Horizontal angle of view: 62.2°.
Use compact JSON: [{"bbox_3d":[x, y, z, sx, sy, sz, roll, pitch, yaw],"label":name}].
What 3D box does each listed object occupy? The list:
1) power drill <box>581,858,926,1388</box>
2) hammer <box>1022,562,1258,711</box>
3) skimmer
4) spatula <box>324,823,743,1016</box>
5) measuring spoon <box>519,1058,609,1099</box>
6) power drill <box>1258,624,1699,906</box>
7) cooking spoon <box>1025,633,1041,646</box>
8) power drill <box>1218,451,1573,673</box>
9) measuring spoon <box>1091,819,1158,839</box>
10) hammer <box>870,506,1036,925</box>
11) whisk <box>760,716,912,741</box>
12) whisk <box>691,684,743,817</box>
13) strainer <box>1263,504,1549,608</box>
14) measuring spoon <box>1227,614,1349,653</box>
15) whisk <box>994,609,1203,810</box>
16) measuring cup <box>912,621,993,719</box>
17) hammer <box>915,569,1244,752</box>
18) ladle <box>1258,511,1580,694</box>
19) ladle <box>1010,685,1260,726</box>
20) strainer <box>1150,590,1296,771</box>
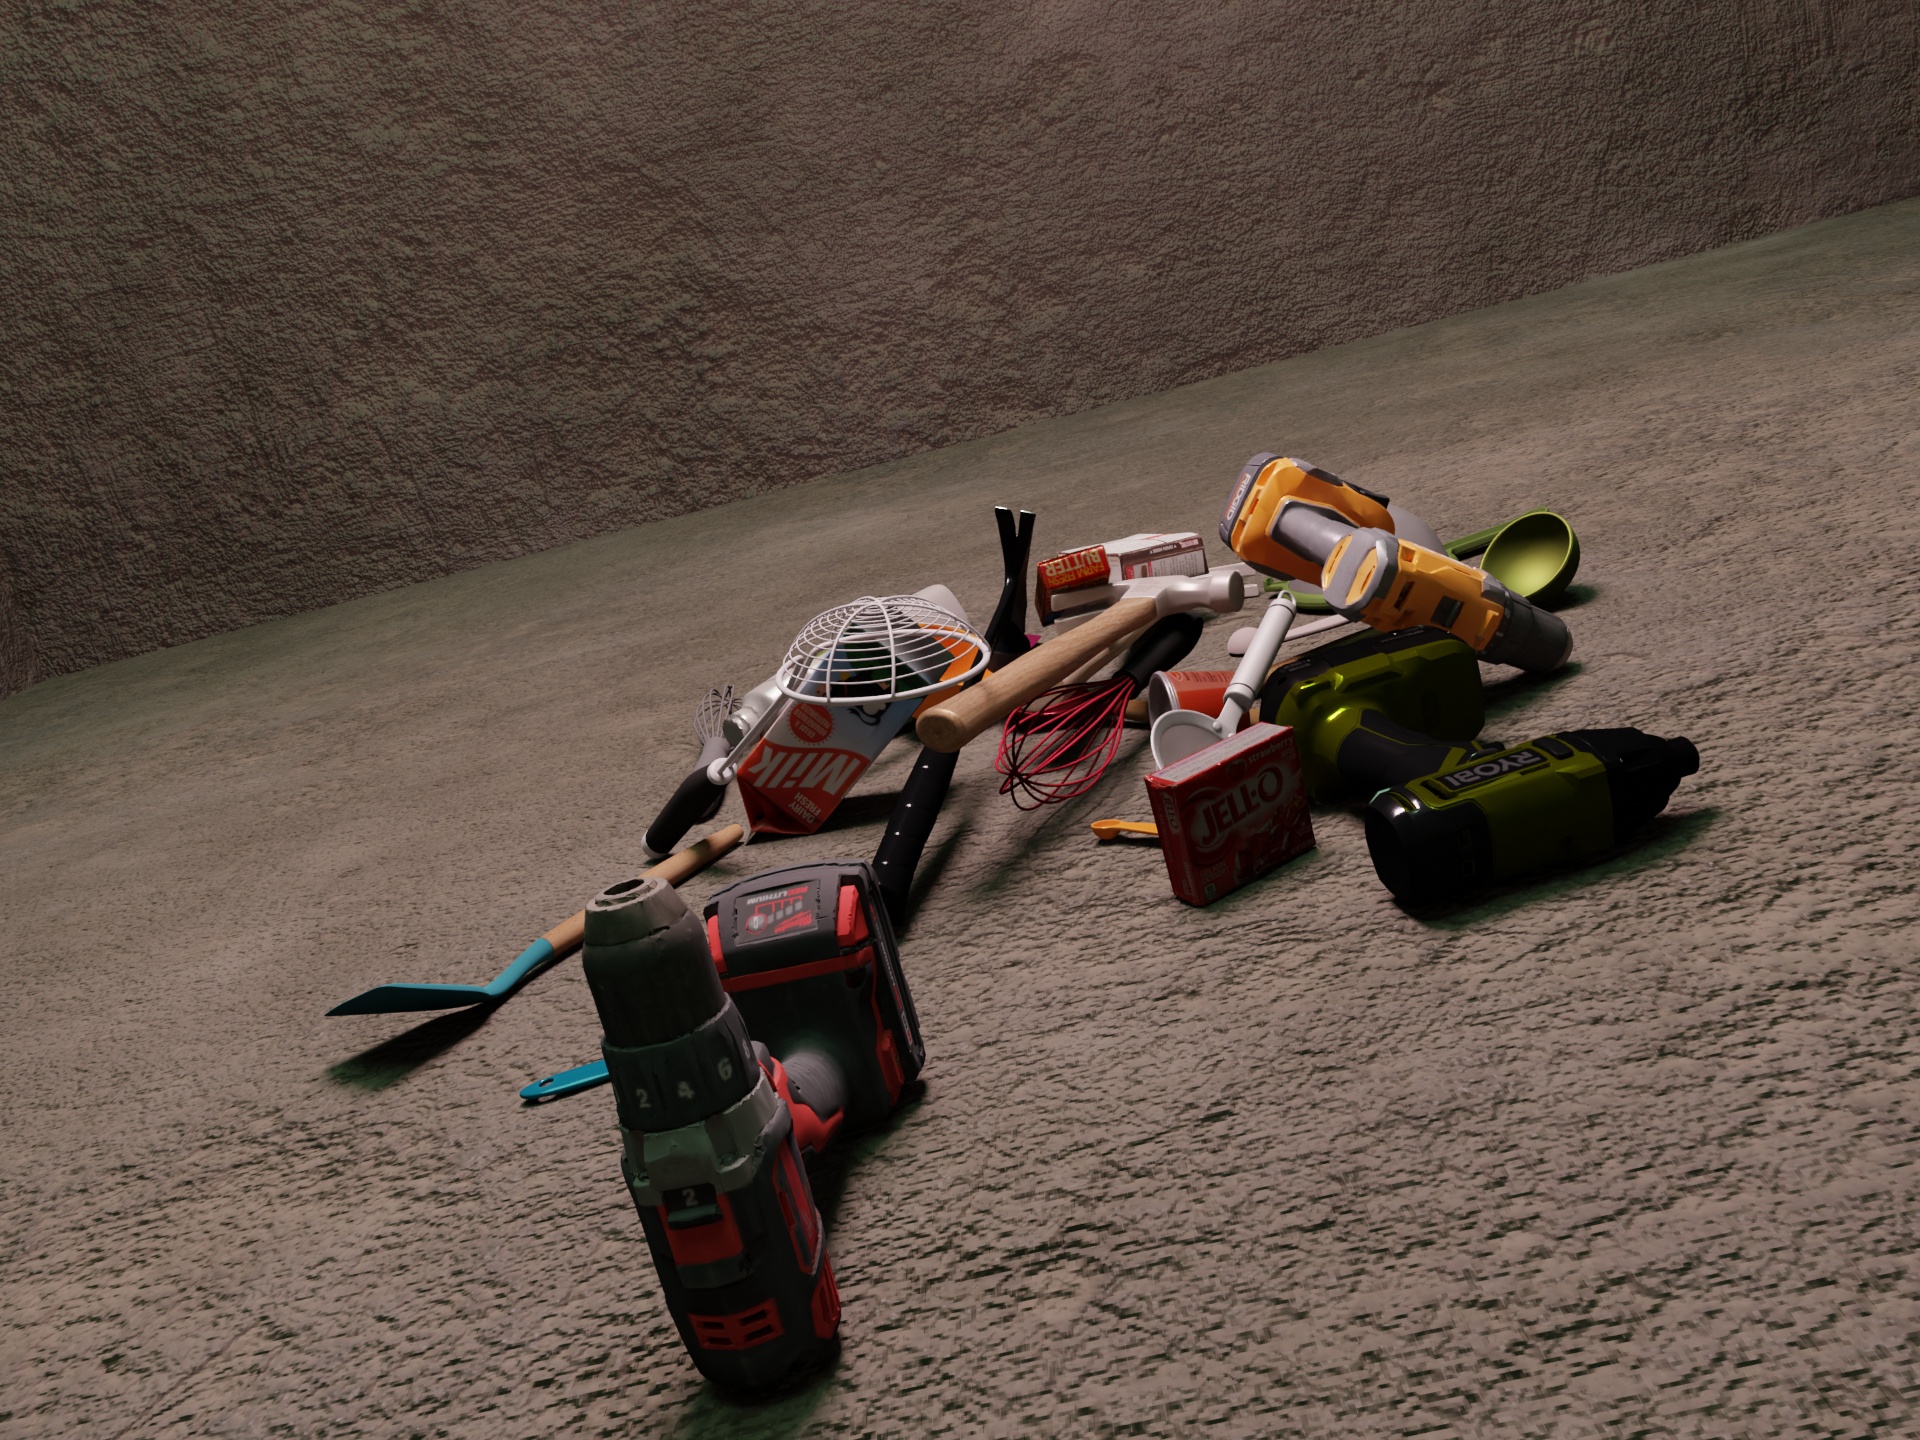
[{"bbox_3d":[-0.084,0.126,0.645,0.080,0.188,0.227,-13,12,10],"label":"power drill"},{"bbox_3d":[0.137,-0.073,1.292,0.146,0.038,0.410,-7,12,22],"label":"hammer"},{"bbox_3d":[-0.115,0.028,1.036,0.127,0.090,0.363,-28,-11,-44],"label":"skimmer"},{"bbox_3d":[-0.255,0.127,1.038,0.082,0.044,0.317,-27,3,42],"label":"spatula"},{"bbox_3d":[-0.174,0.173,0.850,0.128,0.021,0.042,-17,16,-10],"label":"measuring spoon"},{"bbox_3d":[0.275,0.018,0.879,0.171,0.080,0.223,-17,20,-8],"label":"power drill"},{"bbox_3d":[-0.047,-0.023,1.390,0.319,0.017,0.069,-28,18,-38],"label":"cooking spoon"},{"bbox_3d":[0.299,-0.103,1.100,0.185,0.084,0.226,16,17,-24],"label":"power drill"},{"bbox_3d":[0.128,0.070,0.950,0.117,0.011,0.021,4,14,39],"label":"measuring spoon"},{"bbox_3d":[-0.002,-0.003,1.078,0.036,0.149,0.409,10,34,9],"label":"hammer"},{"bbox_3d":[-0.072,0.000,1.301,0.058,0.059,0.246,38,40,23],"label":"whisk"},{"bbox_3d":[-0.206,0.027,1.329,0.055,0.055,0.239,-14,21,3],"label":"whisk"},{"bbox_3d":[0.394,-0.165,1.374,0.256,0.069,0.151,-19,15,-12],"label":"strainer"},{"bbox_3d":[0.274,-0.079,1.291,0.124,0.018,0.034,-16,16,-7],"label":"measuring spoon"},{"bbox_3d":[0.107,-0.018,1.106,0.073,0.073,0.296,-4,21,34],"label":"whisk"},{"bbox_3d":[-0.046,-0.025,1.265,0.173,0.052,0.095,-17,48,-41],"label":"measuring cup"},{"bbox_3d":[0.069,-0.045,1.067,0.130,0.031,0.331,-1,18,33],"label":"hammer"},{"bbox_3d":[0.317,-0.076,1.185,0.320,0.062,0.078,-21,31,-10],"label":"ladle"},{"bbox_3d":[0.143,-0.007,1.161,0.069,0.031,0.315,-28,22,-37],"label":"ladle"},{"bbox_3d":[0.174,-0.007,1.006,0.050,0.087,0.258,-48,5,47],"label":"strainer"}]
